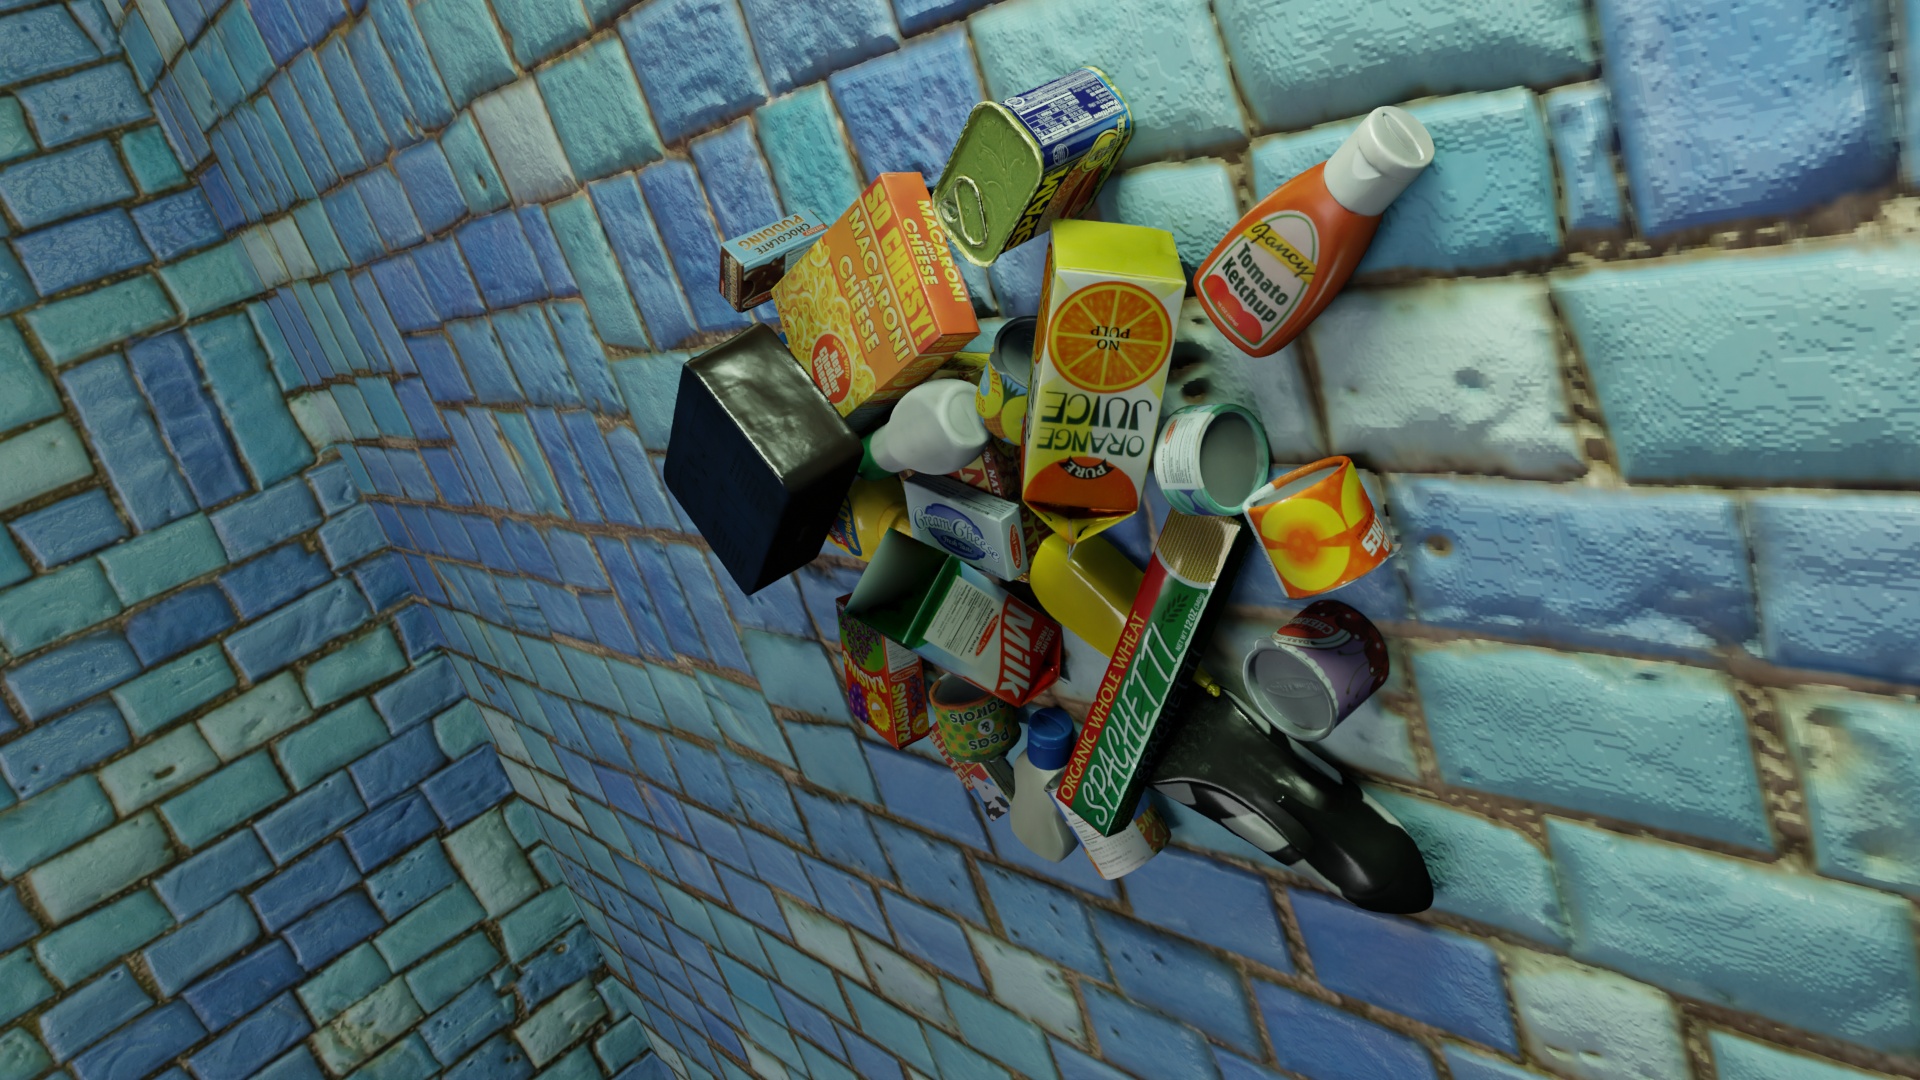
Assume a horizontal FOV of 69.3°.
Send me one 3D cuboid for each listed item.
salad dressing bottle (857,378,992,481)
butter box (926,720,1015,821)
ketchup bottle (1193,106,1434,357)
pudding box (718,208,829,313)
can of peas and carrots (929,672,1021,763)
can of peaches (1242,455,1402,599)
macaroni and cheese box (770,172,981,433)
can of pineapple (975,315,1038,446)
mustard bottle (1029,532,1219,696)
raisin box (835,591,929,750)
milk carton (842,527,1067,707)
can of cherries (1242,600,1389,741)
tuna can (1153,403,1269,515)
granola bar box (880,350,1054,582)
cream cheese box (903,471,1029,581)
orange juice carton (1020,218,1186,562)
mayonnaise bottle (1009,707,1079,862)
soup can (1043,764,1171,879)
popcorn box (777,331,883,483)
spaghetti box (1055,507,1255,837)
[{"bbox_3d":[-0.032,-0.073,0.983,0.147,0.044,0.064,-16,104,58],"label":"salad dressing bottle"},{"bbox_3d":[0.015,0.200,1.251,0.103,0.024,0.053,52,148,9],"label":"butter box"},{"bbox_3d":[0.177,-0.155,0.698,0.065,0.044,0.148,53,148,8],"label":"ketchup bottle"},{"bbox_3d":[-0.140,-0.212,1.048,0.030,0.084,0.049,45,147,22],"label":"pudding box"},{"bbox_3d":[0.013,0.145,1.164,0.071,0.071,0.058,12,126,50],"label":"can of peas and carrots"},{"bbox_3d":[0.201,-0.008,0.774,0.071,0.071,0.058,-17,103,58],"label":"can of peaches"},{"bbox_3d":[-0.063,-0.163,0.980,0.166,0.040,0.124,-32,74,50],"label":"macaroni and cheese box"},{"bbox_3d":[0.045,-0.103,0.901,0.071,0.071,0.057,46,147,18],"label":"can of pineapple"},{"bbox_3d":[0.118,0.056,0.958,0.160,0.049,0.065,41,140,25],"label":"mustard bottle"},{"bbox_3d":[-0.071,0.115,1.257,0.086,0.040,0.122,28,132,50],"label":"raisin box"},{"bbox_3d":[0.008,0.067,1.052,0.072,0.073,0.190,22,172,44],"label":"milk carton"},{"bbox_3d":[0.213,0.076,0.835,0.071,0.058,0.071,36,143,33],"label":"can of cherries"},{"bbox_3d":[0.149,-0.046,0.813,0.033,0.071,0.071,2,119,52],"label":"tuna can"},{"bbox_3d":[0.002,-0.059,1.028,0.124,0.039,0.165,13,127,49],"label":"granola bar box"},{"bbox_3d":[0.004,-0.013,1.003,0.104,0.024,0.053,23,133,42],"label":"cream cheese box"},{"bbox_3d":[0.077,-0.084,0.820,0.072,0.073,0.191,-89,5,-55],"label":"orange juice carton"},{"bbox_3d":[0.073,0.202,1.158,0.065,0.041,0.147,32,139,32],"label":"mayonnaise bottle"},{"bbox_3d":[0.116,0.210,1.084,0.084,0.071,0.071,57,148,-1],"label":"soup can"},{"bbox_3d":[-0.103,-0.108,1.085,0.127,0.085,0.038,50,151,11],"label":"popcorn box"},{"bbox_3d":[0.125,0.082,0.903,0.050,0.029,0.248,35,119,32],"label":"spaghetti box"}]
